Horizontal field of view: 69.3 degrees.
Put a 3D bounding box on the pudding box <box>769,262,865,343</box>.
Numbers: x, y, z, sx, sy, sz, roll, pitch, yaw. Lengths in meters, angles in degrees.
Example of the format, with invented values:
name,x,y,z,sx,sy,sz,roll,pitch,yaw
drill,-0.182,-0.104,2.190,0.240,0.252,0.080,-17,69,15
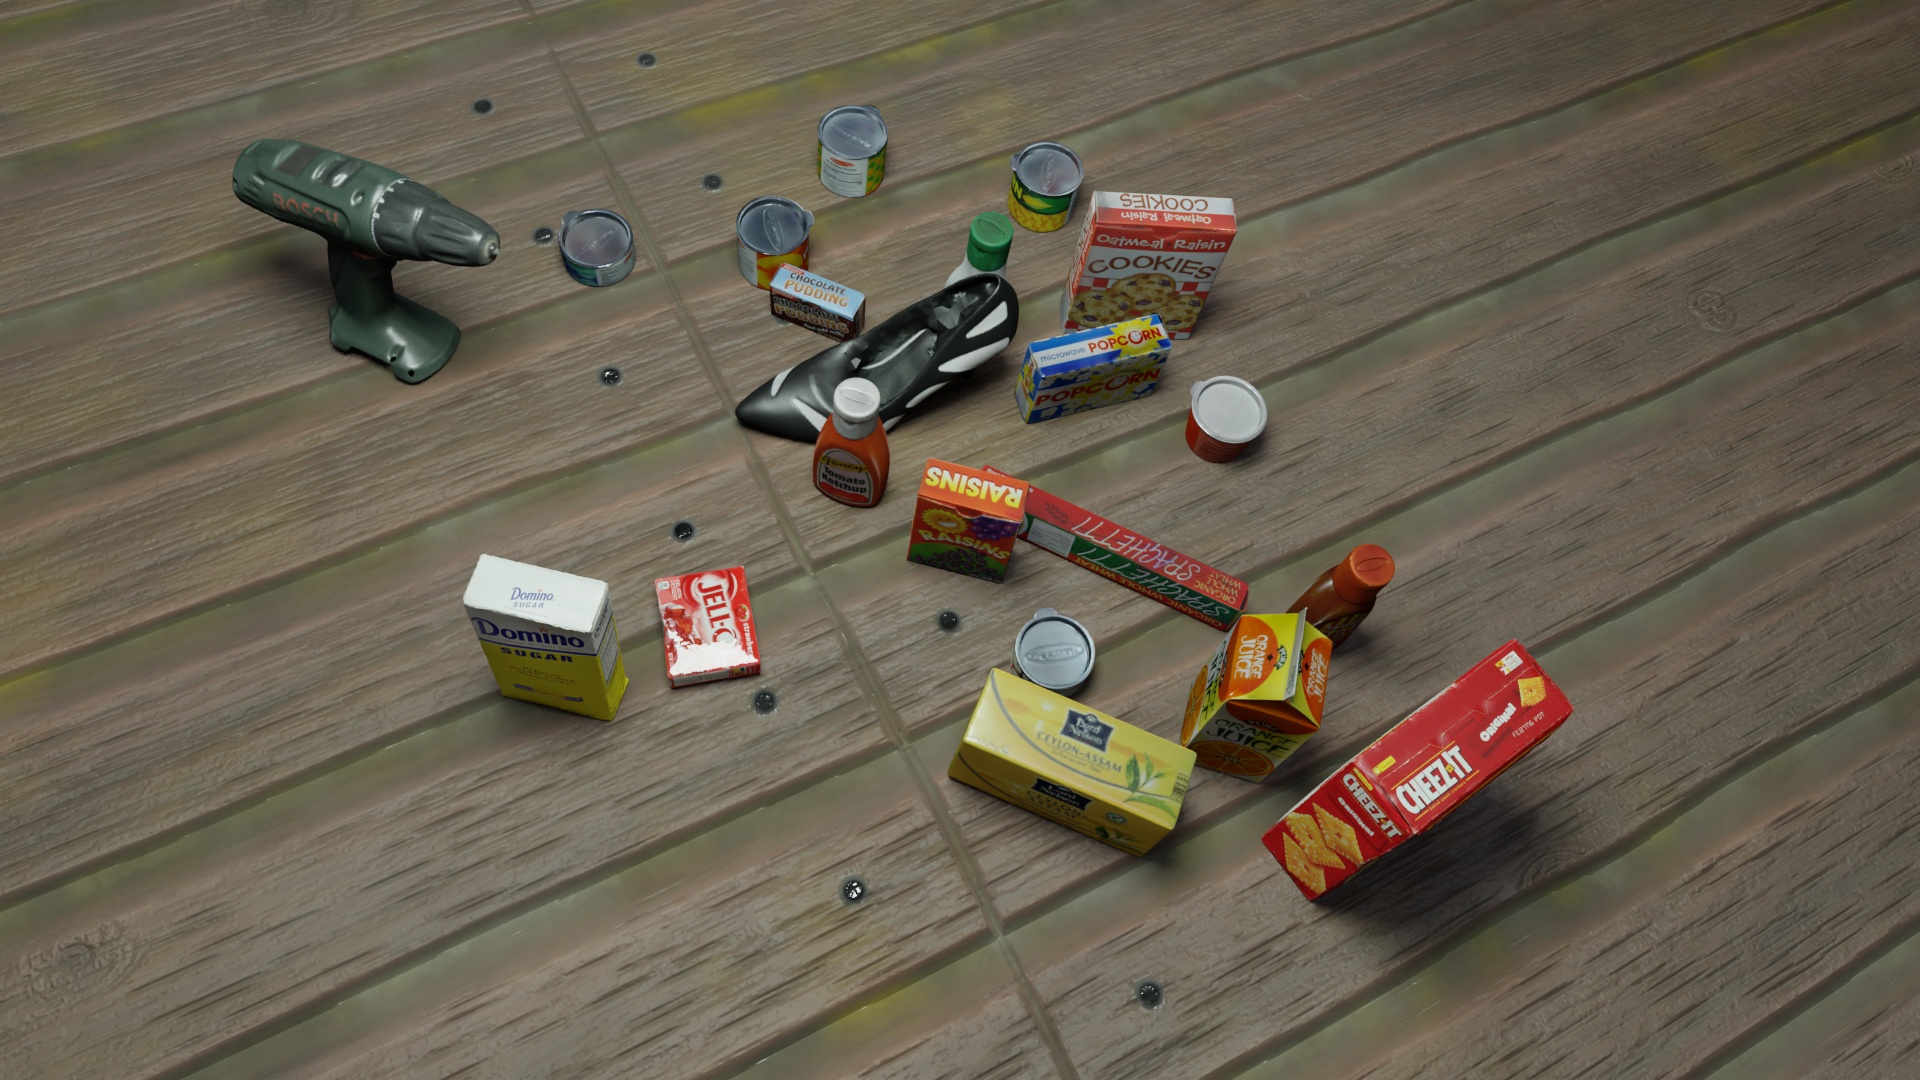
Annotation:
name,x,y,z,sx,sy,sz,roll,pitch,yaw
pudding box,-0.129,-0.214,1.256,0.084,0.049,0.030,23,64,4

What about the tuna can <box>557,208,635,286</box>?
name,x,y,z,sx,sy,sz,roll,pitch,yaw
tuna can,-0.333,-0.268,1.267,0.071,0.032,0.071,3,64,-6

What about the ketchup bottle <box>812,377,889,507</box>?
name,x,y,z,sx,sy,sz,roll,pitch,yaw
ketchup bottle,-0.088,-0.081,1.141,0.065,0.148,0.044,19,64,2

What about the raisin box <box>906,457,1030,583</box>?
name,x,y,z,sx,sy,sz,roll,pitch,yaw
raisin box,0.004,-0.014,1.134,0.086,0.123,0.040,15,64,0

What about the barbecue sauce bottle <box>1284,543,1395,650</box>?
name,x,y,z,sx,sy,sz,roll,pitch,yaw
barbecue sauce bottle,0.307,0.049,1.127,0.065,0.148,0.044,-12,67,-13

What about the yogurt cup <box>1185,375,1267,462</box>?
name,x,y,z,sx,sy,sz,roll,pitch,yaw
yogurt cup,0.235,-0.106,1.247,0.072,0.053,0.072,3,64,-6

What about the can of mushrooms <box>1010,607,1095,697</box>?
name,x,y,z,sx,sy,sz,roll,pitch,yaw
can of mushrooms,0.075,0.093,1.141,0.071,0.033,0.071,3,64,-6

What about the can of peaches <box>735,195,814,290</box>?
name,x,y,z,sx,sy,sz,roll,pitch,yaw
can of peaches,-0.170,-0.272,1.275,0.071,0.057,0.071,3,64,-6

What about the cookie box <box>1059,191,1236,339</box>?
name,x,y,z,sx,sy,sz,roll,pitch,yaw
cookie box,0.164,-0.241,1.241,0.123,0.166,0.040,1,64,-7

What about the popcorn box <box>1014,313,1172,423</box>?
name,x,y,z,sx,sy,sz,roll,pitch,yaw
popcorn box,0.117,-0.152,1.237,0.127,0.085,0.038,-14,67,-14

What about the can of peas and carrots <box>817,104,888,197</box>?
name,x,y,z,sx,sy,sz,roll,pitch,yaw
can of peas and carrots,-0.103,-0.375,1.333,0.071,0.058,0.071,3,64,-6

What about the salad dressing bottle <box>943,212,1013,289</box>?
name,x,y,z,sx,sy,sz,roll,pitch,yaw
salad dressing bottle,0.018,-0.231,1.229,0.064,0.147,0.044,36,66,10

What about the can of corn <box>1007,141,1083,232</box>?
name,x,y,z,sx,sy,sz,roll,pitch,yaw
can of corn,0.079,-0.341,1.340,0.071,0.058,0.071,3,64,-6

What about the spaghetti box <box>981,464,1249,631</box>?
name,x,y,z,sx,sy,sz,roll,pitch,yaw
spaghetti box,0.124,0.007,1.180,0.250,0.050,0.029,25,64,5

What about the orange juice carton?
name,x,y,z,sx,sy,sz,roll,pitch,yaw
orange juice carton,0.228,0.118,1.059,0.073,0.191,0.072,17,64,1
